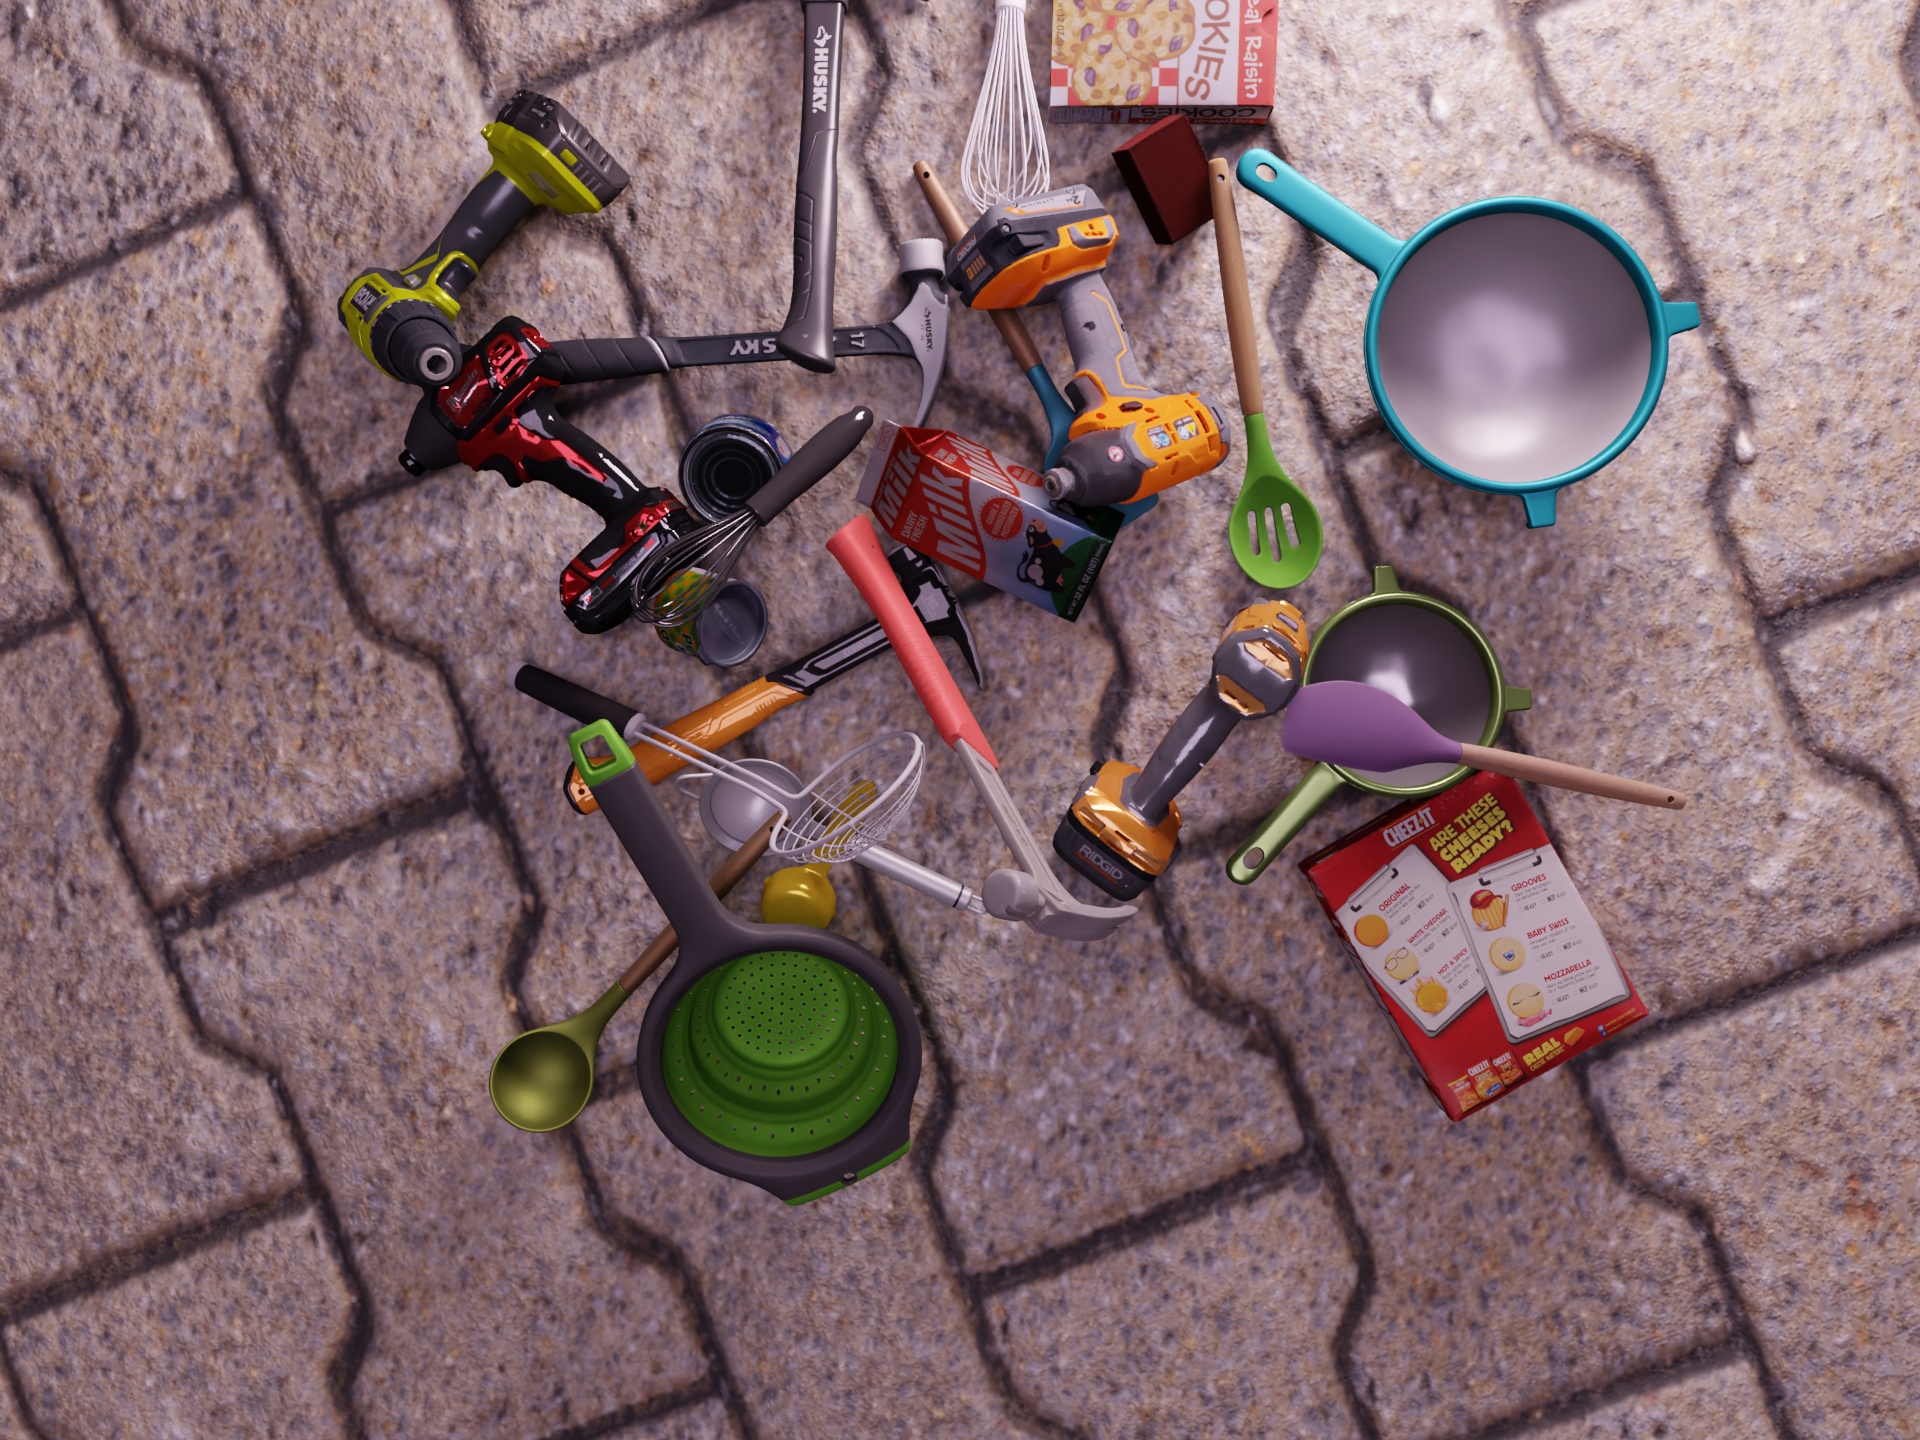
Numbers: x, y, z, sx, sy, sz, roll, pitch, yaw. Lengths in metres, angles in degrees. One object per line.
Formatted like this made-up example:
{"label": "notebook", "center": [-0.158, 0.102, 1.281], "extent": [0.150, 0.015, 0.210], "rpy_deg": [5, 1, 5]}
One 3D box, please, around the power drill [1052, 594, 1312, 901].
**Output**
{"label": "power drill", "center": [0.171, 0.006, 1.153], "extent": [0.084, 0.185, 0.226], "rpy_deg": [37, 112, 2]}

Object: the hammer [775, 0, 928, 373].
{"label": "hammer", "center": [-0.100, -0.421, 1.183], "extent": [0.146, 0.035, 0.335], "rpy_deg": [1, 82, 3]}

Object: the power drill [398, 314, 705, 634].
{"label": "power drill", "center": [-0.309, -0.176, 1.188], "extent": [0.143, 0.078, 0.219], "rpy_deg": [-41, 95, 8]}

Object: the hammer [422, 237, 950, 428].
{"label": "hammer", "center": [-0.211, -0.277, 1.218], "extent": [0.409, 0.036, 0.149], "rpy_deg": [-4, 92, 4]}

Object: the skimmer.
{"label": "skimmer", "center": [-0.191, 0.006, 1.147], "extent": [0.363, 0.090, 0.127], "rpy_deg": [22, 51, 22]}

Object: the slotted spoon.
{"label": "slotted spoon", "center": [0.214, -0.252, 1.172], "extent": [0.070, 0.031, 0.313], "rpy_deg": [-11, 101, 3]}

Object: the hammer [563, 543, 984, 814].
{"label": "hammer", "center": [-0.148, -0.009, 1.219], "extent": [0.337, 0.034, 0.127], "rpy_deg": [-27, 89, 3]}

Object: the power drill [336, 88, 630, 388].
{"label": "power drill", "center": [-0.351, -0.341, 1.158], "extent": [0.228, 0.191, 0.080], "rpy_deg": [-49, 129, -1]}

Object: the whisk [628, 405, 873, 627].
{"label": "whisk", "center": [-0.148, -0.151, 1.151], "extent": [0.055, 0.055, 0.239], "rpy_deg": [44, 73, 1]}

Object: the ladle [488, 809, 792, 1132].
{"label": "ladle", "center": [-0.237, 0.187, 1.198], "extent": [0.078, 0.062, 0.320], "rpy_deg": [42, 100, -10]}

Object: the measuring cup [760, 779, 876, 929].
{"label": "measuring cup", "center": [-0.102, 0.107, 1.187], "extent": [0.062, 0.029, 0.156], "rpy_deg": [27, 121, -8]}

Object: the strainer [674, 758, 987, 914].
{"label": "strainer", "center": [-0.094, 0.091, 1.216], "extent": [0.258, 0.050, 0.086], "rpy_deg": [26, 116, -4]}

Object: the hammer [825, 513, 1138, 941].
{"label": "hammer", "center": [-0.002, -0.004, 1.112], "extent": [0.036, 0.149, 0.359], "rpy_deg": [-41, 59, 21]}

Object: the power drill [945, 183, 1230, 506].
{"label": "power drill", "center": [0.083, -0.260, 1.144], "extent": [0.164, 0.084, 0.226], "rpy_deg": [-26, 86, -36]}

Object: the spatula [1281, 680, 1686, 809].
{"label": "spatula", "center": [0.375, 0.026, 1.127], "extent": [0.315, 0.018, 0.060], "rpy_deg": [12, 91, -12]}

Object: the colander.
{"label": "colander", "center": [-0.168, 0.162, 1.155], "extent": [0.204, 0.095, 0.396], "rpy_deg": [-26, 108, 3]}

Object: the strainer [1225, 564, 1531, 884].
{"label": "strainer", "center": [0.282, 0.023, 1.171], "extent": [0.151, 0.069, 0.256], "rpy_deg": [43, 87, 3]}

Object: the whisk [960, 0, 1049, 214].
{"label": "whisk", "center": [0.036, -0.506, 1.192], "extent": [0.070, 0.070, 0.284], "rpy_deg": [2, 86, 3]}

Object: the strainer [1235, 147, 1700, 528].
{"label": "strainer", "center": [0.339, -0.299, 1.158], "extent": [0.340, 0.095, 0.211], "rpy_deg": [36, 90, 4]}

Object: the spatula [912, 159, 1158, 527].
{"label": "spatula", "center": [0.043, -0.286, 1.210], "extent": [0.082, 0.044, 0.317], "rpy_deg": [-28, 85, 4]}
